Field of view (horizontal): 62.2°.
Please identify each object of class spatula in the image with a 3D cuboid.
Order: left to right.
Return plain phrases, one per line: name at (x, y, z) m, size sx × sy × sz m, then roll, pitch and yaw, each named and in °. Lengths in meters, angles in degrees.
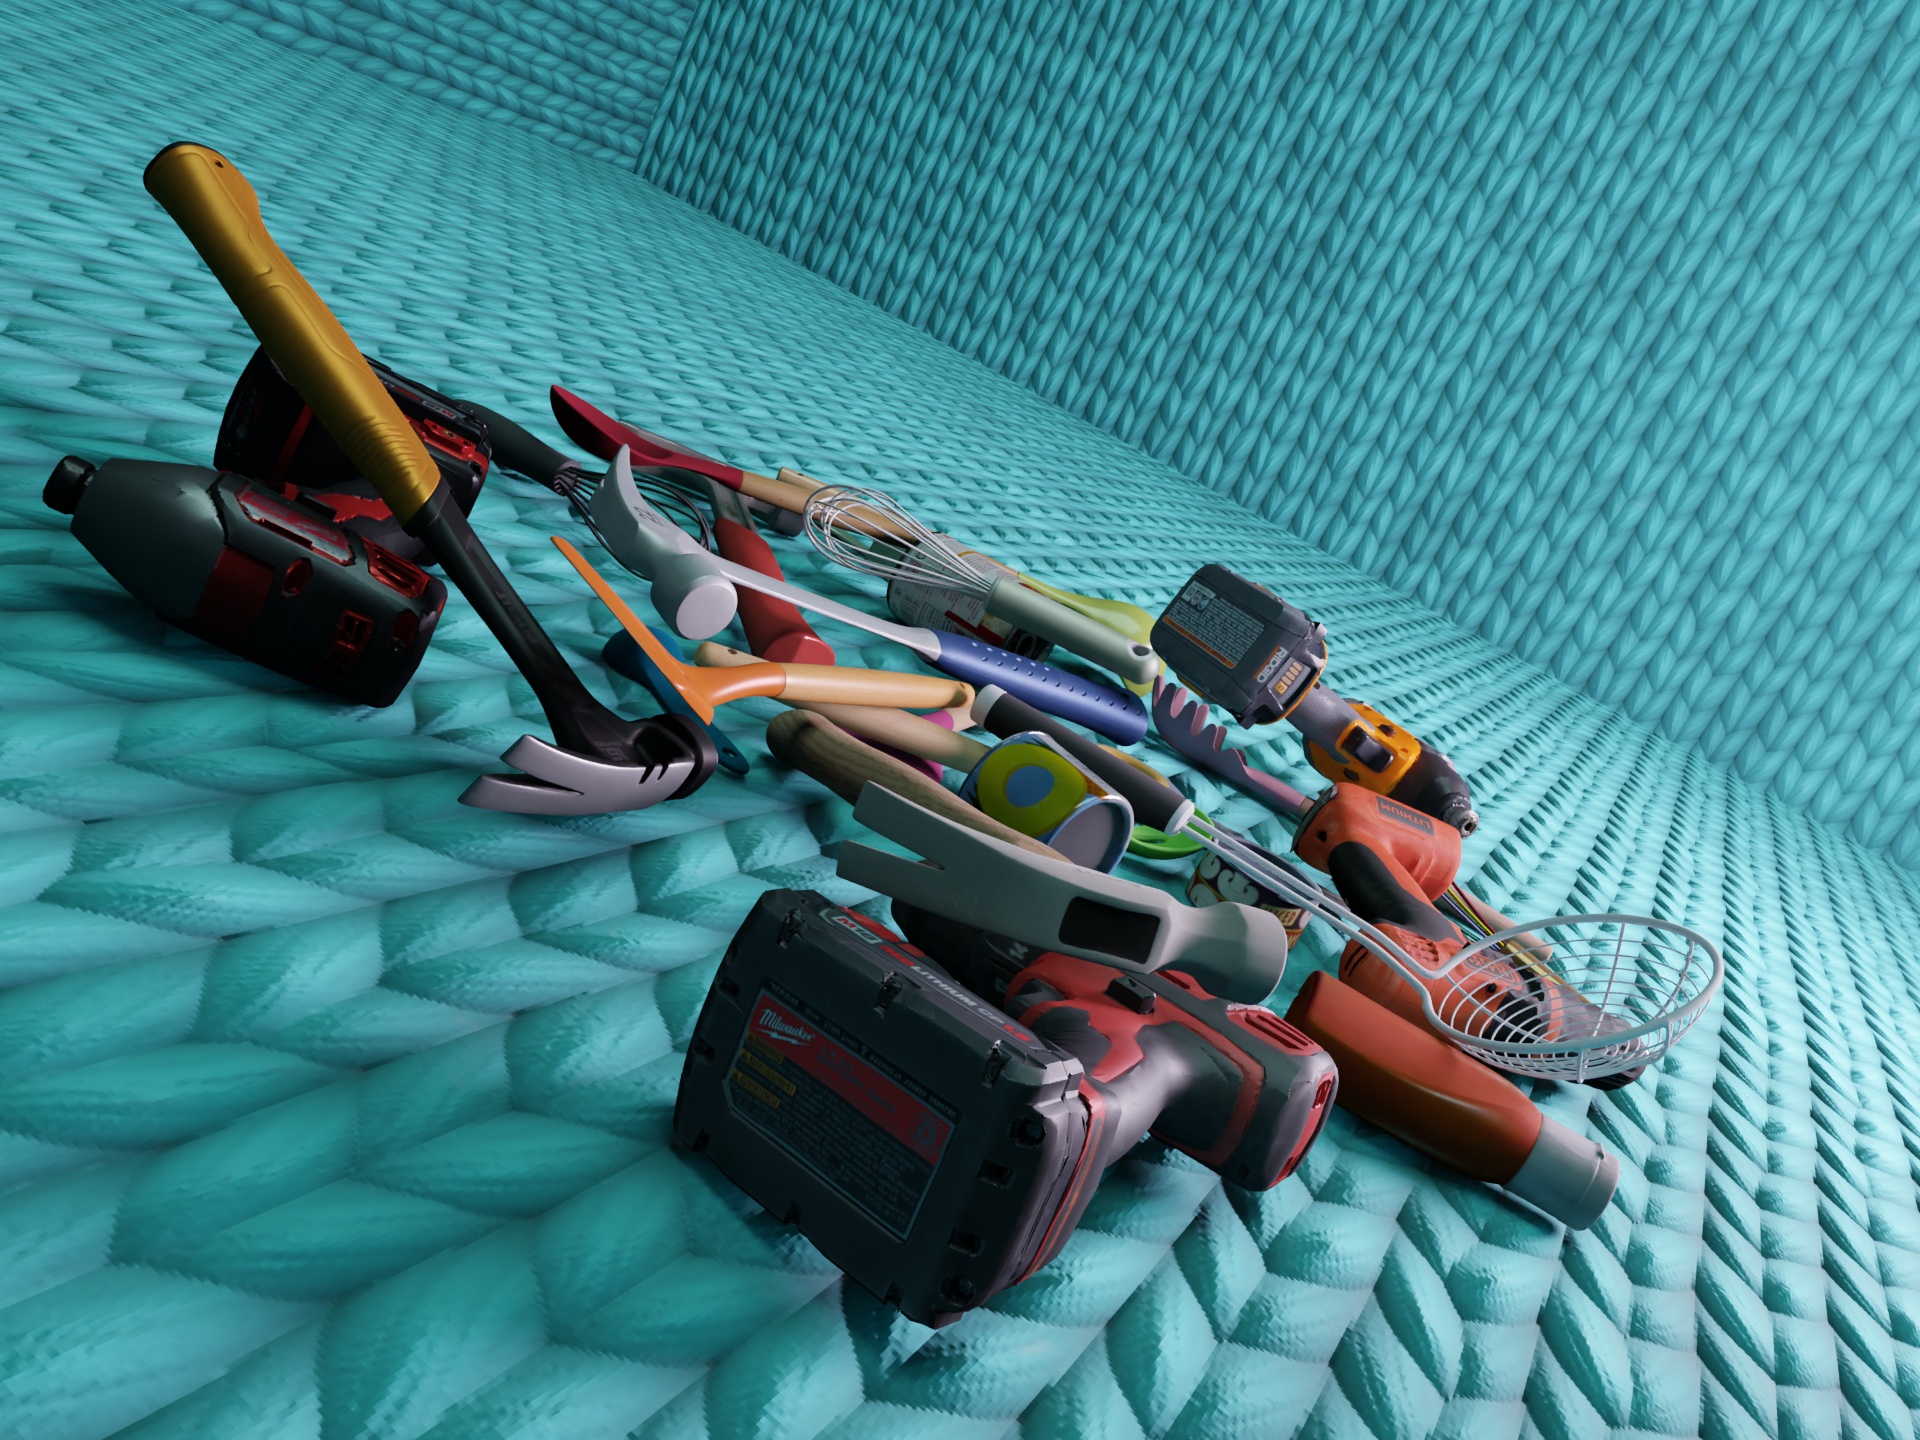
spatula at (-0.064, -0.023, 0.700) m, size 0.081 × 0.041 × 0.322 m, roll 48°, pitch 18°, yaw 20°

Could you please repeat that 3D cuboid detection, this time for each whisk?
whisk at (-0.236, -0.143, 0.955) m, size 0.239 × 0.055 × 0.055 m, roll 31°, pitch 17°, yaw 29°
whisk at (0.013, -0.082, 0.998) m, size 0.246 × 0.059 × 0.058 m, roll 26°, pitch 38°, yaw 3°
whisk at (0.314, 0.127, 0.972) m, size 0.051 × 0.047 × 0.245 m, roll 8°, pitch 28°, yaw -50°

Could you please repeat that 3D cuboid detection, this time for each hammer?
hammer at (-0.224, -0.101, 0.611) m, size 0.337 × 0.034 × 0.127 m, roll 51°, pitch 15°, yaw 13°
hammer at (-0.141, -0.105, 0.991) m, size 0.149 × 0.036 × 0.359 m, roll 20°, pitch 18°, yaw -22°
hammer at (-0.029, -0.049, 0.882) m, size 0.405 × 0.035 × 0.144 m, roll 18°, pitch 22°, yaw -47°
hammer at (-0.018, 0.034, 0.614) m, size 0.130 × 0.031 × 0.331 m, roll 17°, pitch 2°, yaw -24°

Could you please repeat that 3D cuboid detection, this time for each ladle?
ladle at (-0.123, -0.151, 1.043) m, size 0.315 × 0.031 × 0.069 m, roll 16°, pitch 20°, yaw -32°
ladle at (0.010, -0.102, 1.158) m, size 0.320 × 0.062 × 0.078 m, roll 23°, pitch 26°, yaw -11°

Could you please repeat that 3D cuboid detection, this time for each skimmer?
skimmer at (0.168, 0.056, 0.760) m, size 0.363 × 0.090 × 0.127 m, roll 31°, pitch 34°, yaw 17°

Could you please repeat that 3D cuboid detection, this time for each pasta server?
pasta server at (0.257, 0.066, 1.074) m, size 0.316 × 0.040 × 0.060 m, roll 33°, pitch 7°, yaw 15°

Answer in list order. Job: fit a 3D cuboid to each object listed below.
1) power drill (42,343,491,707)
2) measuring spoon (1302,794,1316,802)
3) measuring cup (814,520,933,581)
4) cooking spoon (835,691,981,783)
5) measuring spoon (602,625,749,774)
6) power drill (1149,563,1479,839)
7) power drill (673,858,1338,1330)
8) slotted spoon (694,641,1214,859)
power drill at (-0.281, -0.093, 0.672) m, size 0.143 × 0.078 × 0.220 m, roll 27°, pitch 19°, yaw -19°
measuring spoon at (0.276, 0.078, 1.114) m, size 0.124 × 0.018 × 0.034 m, roll 25°, pitch 16°, yaw 18°
measuring cup at (-0.067, -0.147, 1.217) m, size 0.168 × 0.038 × 0.083 m, roll 33°, pitch 18°, yaw 15°
cooking spoon at (-0.001, -0.003, 0.924) m, size 0.069 × 0.017 × 0.319 m, roll 31°, pitch 18°, yaw 14°
measuring spoon at (-0.130, -0.014, 0.758) m, size 0.042 × 0.021 × 0.129 m, roll 10°, pitch 22°, yaw -43°
power drill at (0.248, -0.001, 1.069) m, size 0.226 × 0.084 × 0.164 m, roll 35°, pitch 6°, yaw -31°
power drill at (0.008, 0.101, 0.534) m, size 0.188 × 0.080 × 0.226 m, roll 28°, pitch 11°, yaw 30°
slotted spoon at (0.005, 0.018, 0.822) m, size 0.313 × 0.031 × 0.070 m, roll 21°, pitch 21°, yaw -29°
